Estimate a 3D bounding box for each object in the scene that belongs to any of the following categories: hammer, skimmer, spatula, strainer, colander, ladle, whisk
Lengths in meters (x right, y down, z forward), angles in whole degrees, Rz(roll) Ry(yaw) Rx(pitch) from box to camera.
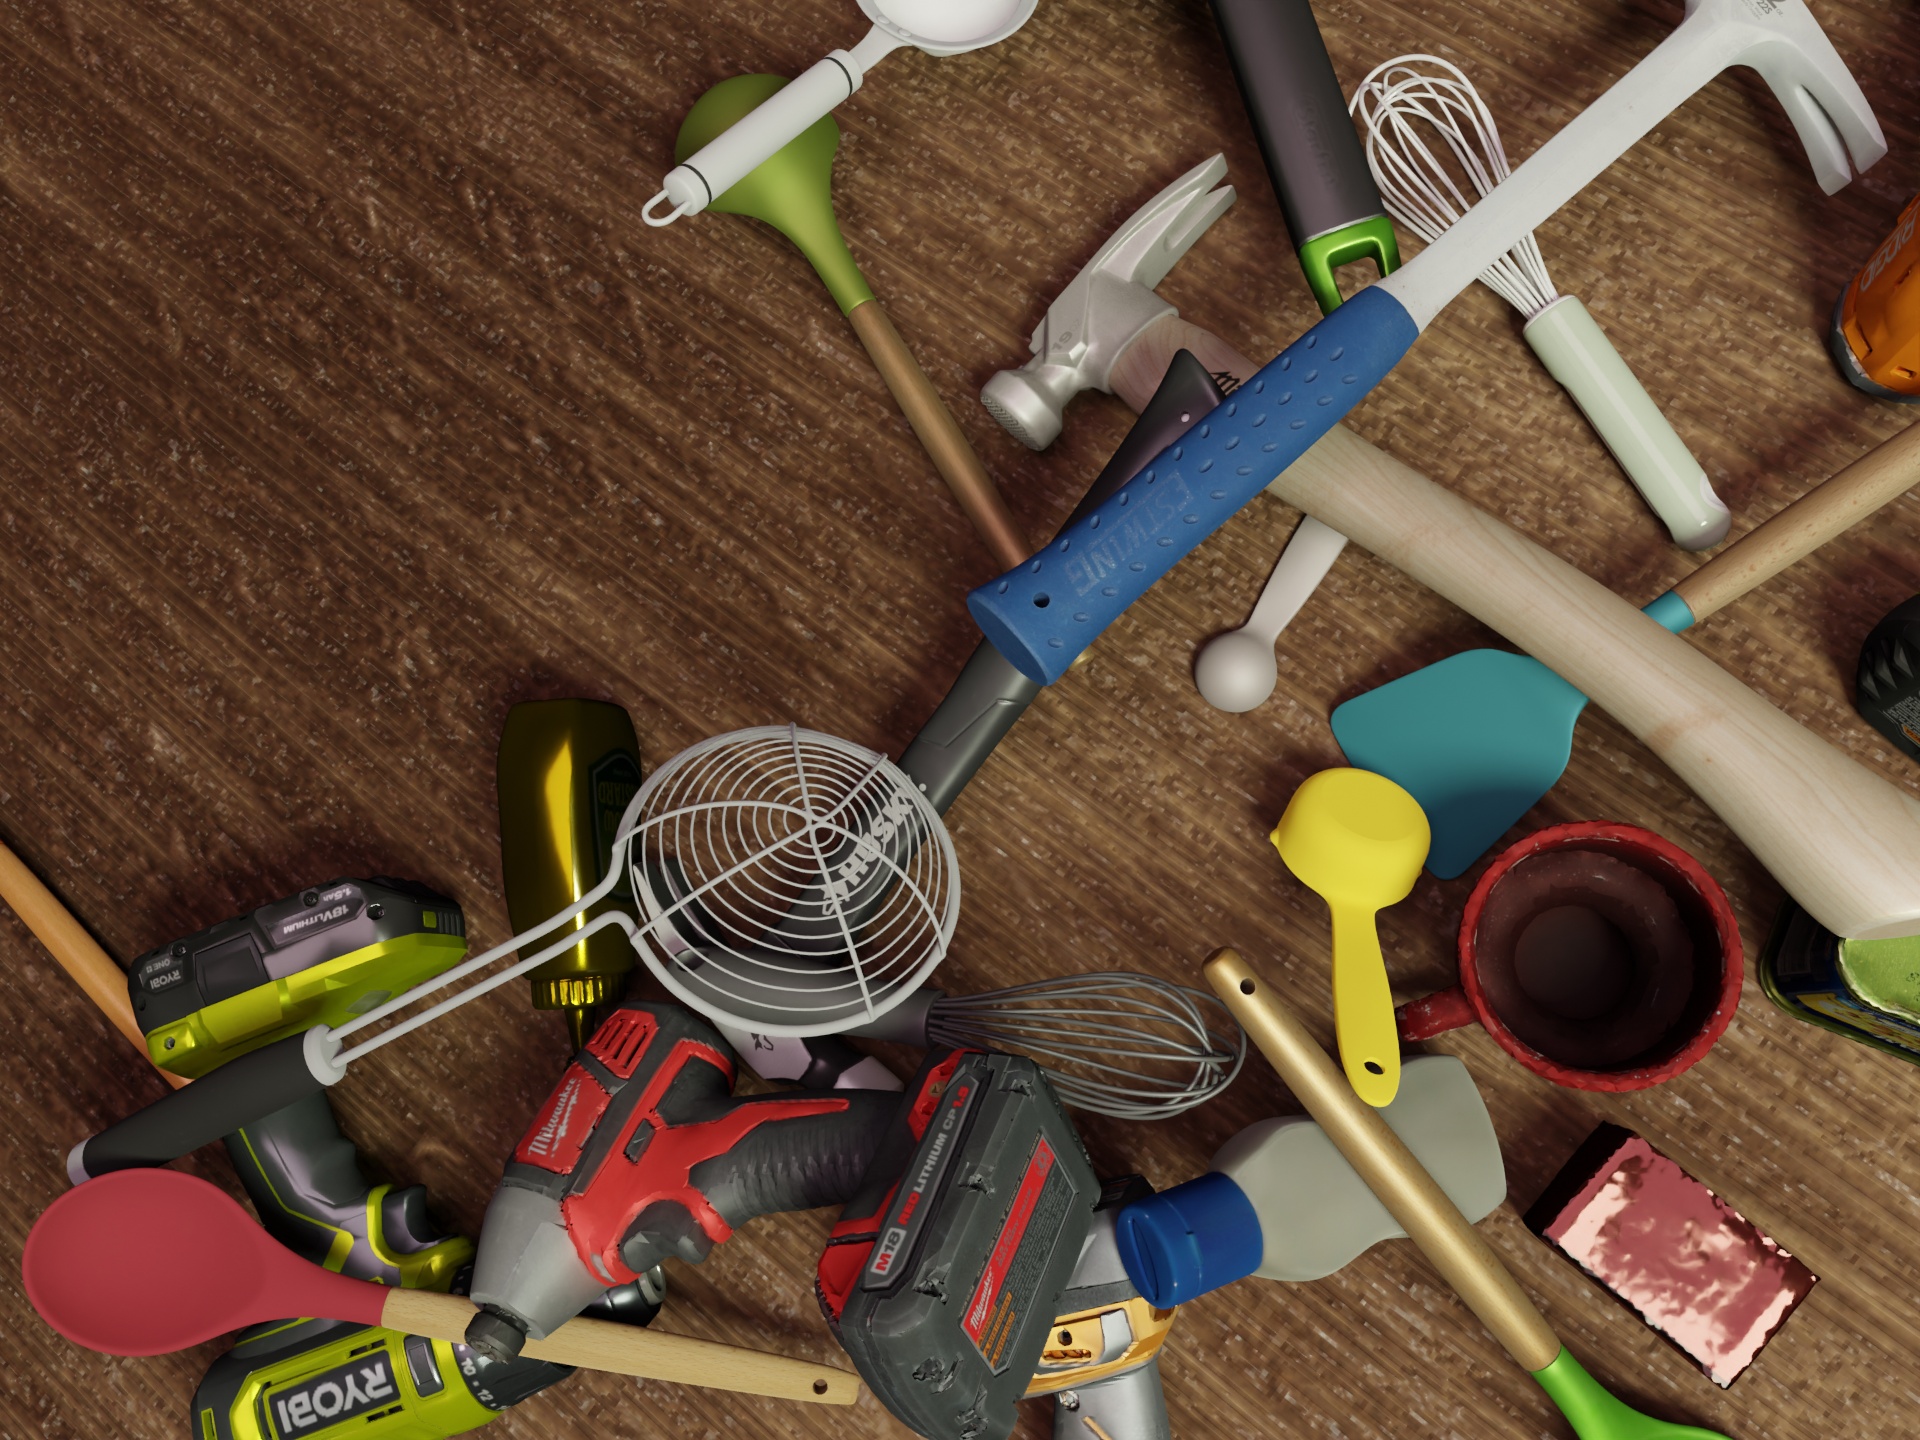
[{"bbox_3d":[-0.001,-0.002,0.638,0.146,0.035,0.334,39,102,16],"label":"hammer"},{"bbox_3d":[-0.177,0.111,0.615,0.363,0.090,0.127,-26,61,13],"label":"skimmer"},{"bbox_3d":[-0.440,0.080,0.758,0.323,0.041,0.081,42,91,12],"label":"spatula"},{"bbox_3d":[-0.049,-0.287,0.698,0.087,0.050,0.258,37,64,12],"label":"strainer"},{"bbox_3d":[0.109,-0.337,0.683,0.204,0.094,0.397,-17,80,6],"label":"colander"},{"bbox_3d":[-0.194,0.228,0.610,0.315,0.031,0.069,11,82,-2],"label":"ladle"},{"bbox_3d":[-0.030,-0.157,0.711,0.078,0.062,0.320,-31,82,-6],"label":"ladle"},{"bbox_3d":[0.191,-0.072,0.600,0.146,0.038,0.411,-48,61,0],"label":"hammer"},{"bbox_3d":[-0.010,0.110,0.601,0.239,0.055,0.055,5,81,24],"label":"whisk"},{"bbox_3d":[0.236,-0.172,0.653,0.059,0.058,0.246,-40,75,38],"label":"whisk"},{"bbox_3d":[0.293,-0.057,0.602,0.317,0.044,0.082,-34,75,9],"label":"spatula"},{"bbox_3d":[0.170,-0.152,0.583,0.405,0.035,0.144,-41,86,-11],"label":"hammer"}]

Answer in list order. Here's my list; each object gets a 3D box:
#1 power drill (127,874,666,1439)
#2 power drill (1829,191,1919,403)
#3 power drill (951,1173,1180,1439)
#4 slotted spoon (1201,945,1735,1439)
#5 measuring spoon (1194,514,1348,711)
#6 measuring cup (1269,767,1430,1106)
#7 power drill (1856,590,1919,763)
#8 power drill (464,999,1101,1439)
[{"bbox_3d":[-0.241,0.186,0.668,0.190,0.080,0.229,-21,78,3],"label":"power drill"},{"bbox_3d":[0.389,-0.247,0.571,0.084,0.164,0.226,14,81,11],"label":"power drill"},{"bbox_3d":[0.022,0.303,0.591,0.185,0.084,0.226,-17,81,10],"label":"power drill"},{"bbox_3d":[0.187,0.199,0.553,0.070,0.031,0.313,-41,94,-20],"label":"slotted spoon"},{"bbox_3d":[0.138,-0.059,0.662,0.034,0.018,0.124,32,87,16],"label":"measuring spoon"},{"bbox_3d":[0.148,0.072,0.579,0.062,0.157,0.029,13,127,-1],"label":"measuring cup"},{"bbox_3d":[0.456,-0.052,0.566,0.223,0.080,0.171,-45,73,-2],"label":"power drill"},{"bbox_3d":[-0.075,0.176,0.567,0.220,0.078,0.143,0,42,32],"label":"power drill"}]
